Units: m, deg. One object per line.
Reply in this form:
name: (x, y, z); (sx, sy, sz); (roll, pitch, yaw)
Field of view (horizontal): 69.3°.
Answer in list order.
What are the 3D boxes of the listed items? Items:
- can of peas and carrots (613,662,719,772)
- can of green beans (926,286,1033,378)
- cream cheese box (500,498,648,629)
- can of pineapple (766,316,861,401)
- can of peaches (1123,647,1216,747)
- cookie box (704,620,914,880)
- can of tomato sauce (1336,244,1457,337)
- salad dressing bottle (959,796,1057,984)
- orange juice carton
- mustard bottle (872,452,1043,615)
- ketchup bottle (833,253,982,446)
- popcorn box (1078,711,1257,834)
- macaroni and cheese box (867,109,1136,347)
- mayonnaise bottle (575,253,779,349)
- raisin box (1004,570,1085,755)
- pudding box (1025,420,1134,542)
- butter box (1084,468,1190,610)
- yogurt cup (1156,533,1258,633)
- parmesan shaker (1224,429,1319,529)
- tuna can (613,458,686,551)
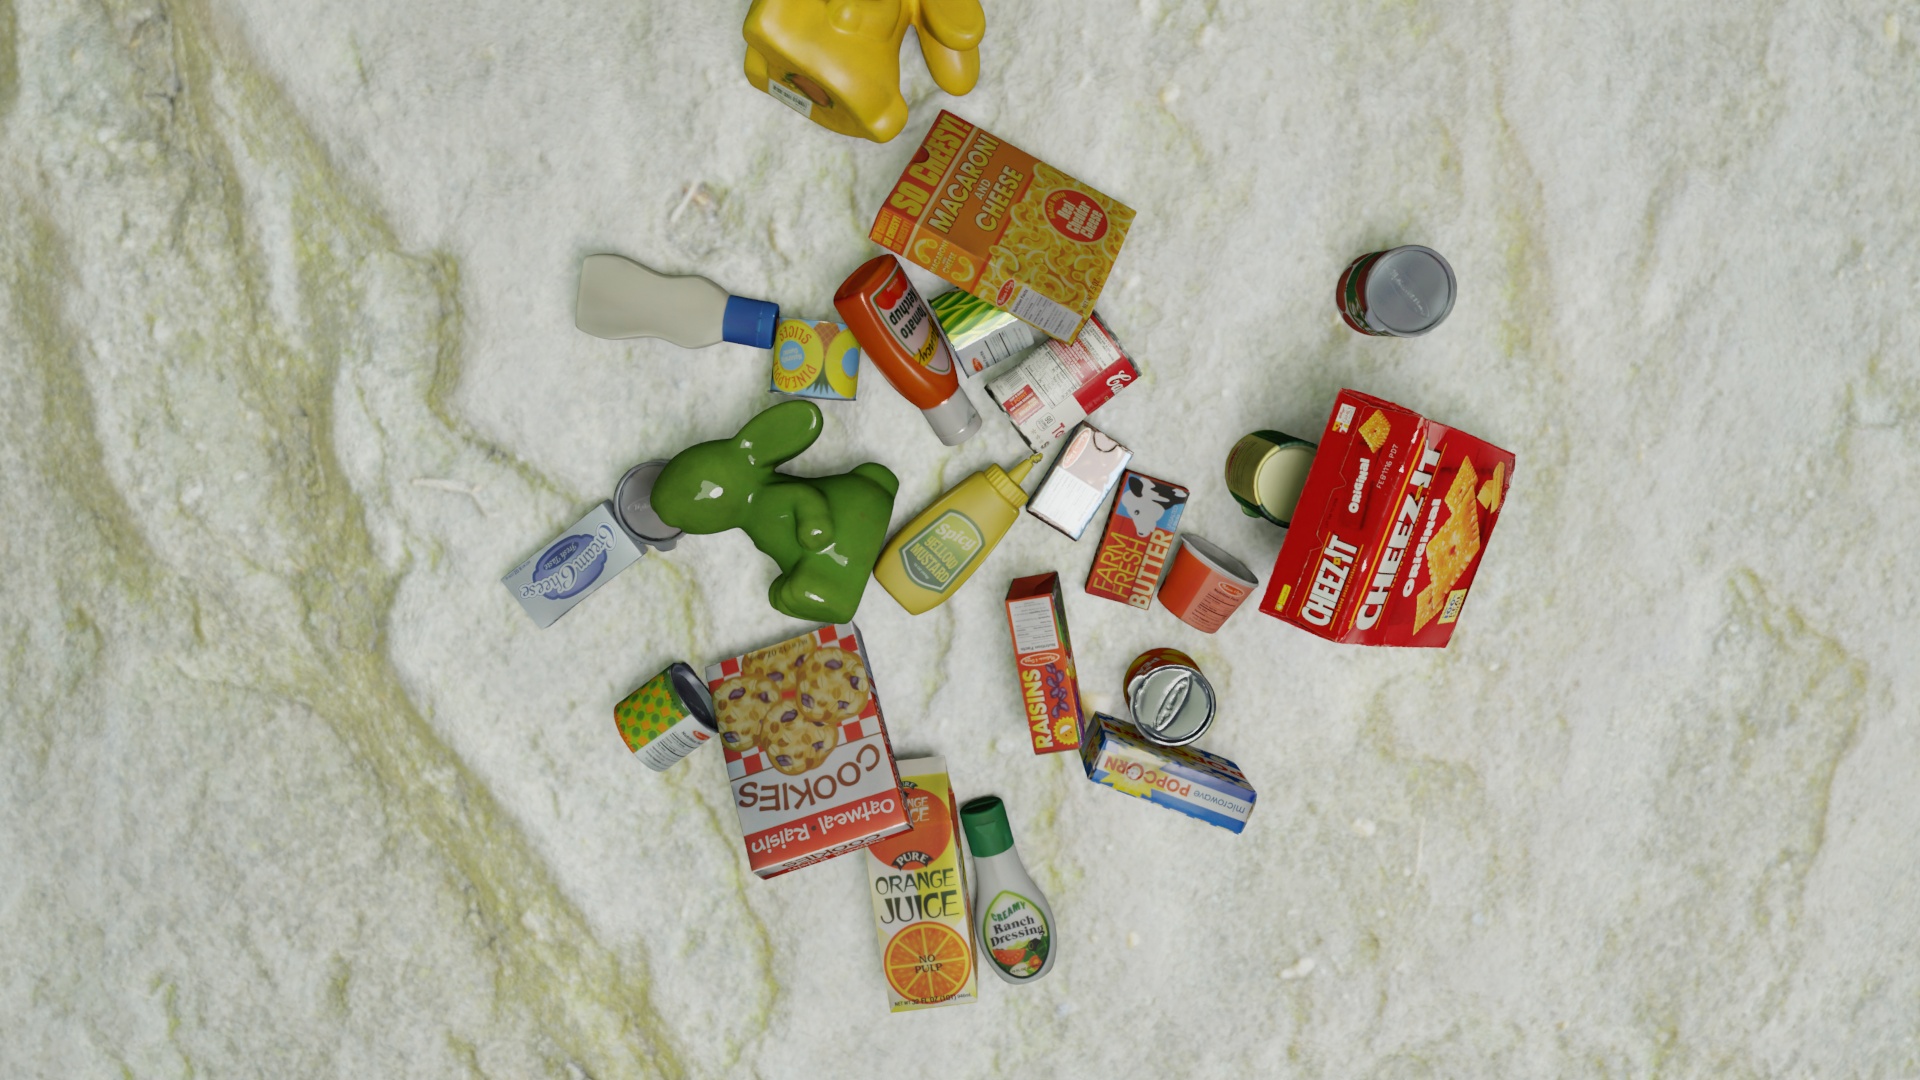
can of peas and carrots: (-0.230, 0.137, 1.092); (0.058, 0.071, 0.071); (-35, 97, 5)
can of green beans: (0.016, -0.165, 1.048); (0.058, 0.071, 0.071); (-28, 97, 3)
cream cheese box: (-0.303, 0.019, 1.094); (0.104, 0.024, 0.053); (-37, 98, 5)
can of pineapple: (-0.110, -0.137, 1.050); (0.071, 0.071, 0.057); (6, 98, -1)
can of peaches: (0.161, 0.121, 1.093); (0.071, 0.058, 0.071); (0, 99, 1)
cookie box: (-0.117, 0.160, 1.071); (0.123, 0.040, 0.168); (-18, 69, 2)
can of tomato sauce: (0.322, -0.183, 1.037); (0.071, 0.083, 0.071); (0, 99, 0)
salad dressing bottle: (0.035, 0.282, 1.123); (0.064, 0.044, 0.147); (-16, 98, 1)
orange juice carton: (-0.033, 0.267, 1.106); (0.072, 0.073, 0.192); (-8, 98, 2)
mustard bottle: (0.004, -0.014, 1.078); (0.065, 0.049, 0.160); (44, 96, -8)
ketchup bottle: (-0.036, -0.138, 1.044); (0.043, 0.065, 0.148); (-11, 124, 38)
popcorn box: (0.161, 0.181, 1.088); (0.127, 0.085, 0.038); (20, 97, -3)
macaroni and cheese box: (0.034, -0.232, 1.017); (0.166, 0.040, 0.124); (27, 55, -4)
mayonnaise bottle: (-0.214, -0.176, 1.059); (0.148, 0.041, 0.064); (10, 100, -3)
raisin box: (0.067, 0.093, 1.074); (0.040, 0.086, 0.123); (-10, 98, 8)
pudding box: (0.093, -0.047, 1.083); (0.049, 0.030, 0.083); (32, 97, -3)
butter box: (0.138, 0.000, 1.093); (0.053, 0.024, 0.103); (18, 98, -3)
yogurt cup: (0.189, 0.036, 1.079); (0.072, 0.072, 0.053); (30, 105, -4)
parmesan shaker: (0.241, -0.044, 1.047); (0.071, 0.103, 0.071); (0, 99, 0)
tuna can: (-0.233, -0.028, 1.083); (0.071, 0.033, 0.071); (0, 98, 0)
